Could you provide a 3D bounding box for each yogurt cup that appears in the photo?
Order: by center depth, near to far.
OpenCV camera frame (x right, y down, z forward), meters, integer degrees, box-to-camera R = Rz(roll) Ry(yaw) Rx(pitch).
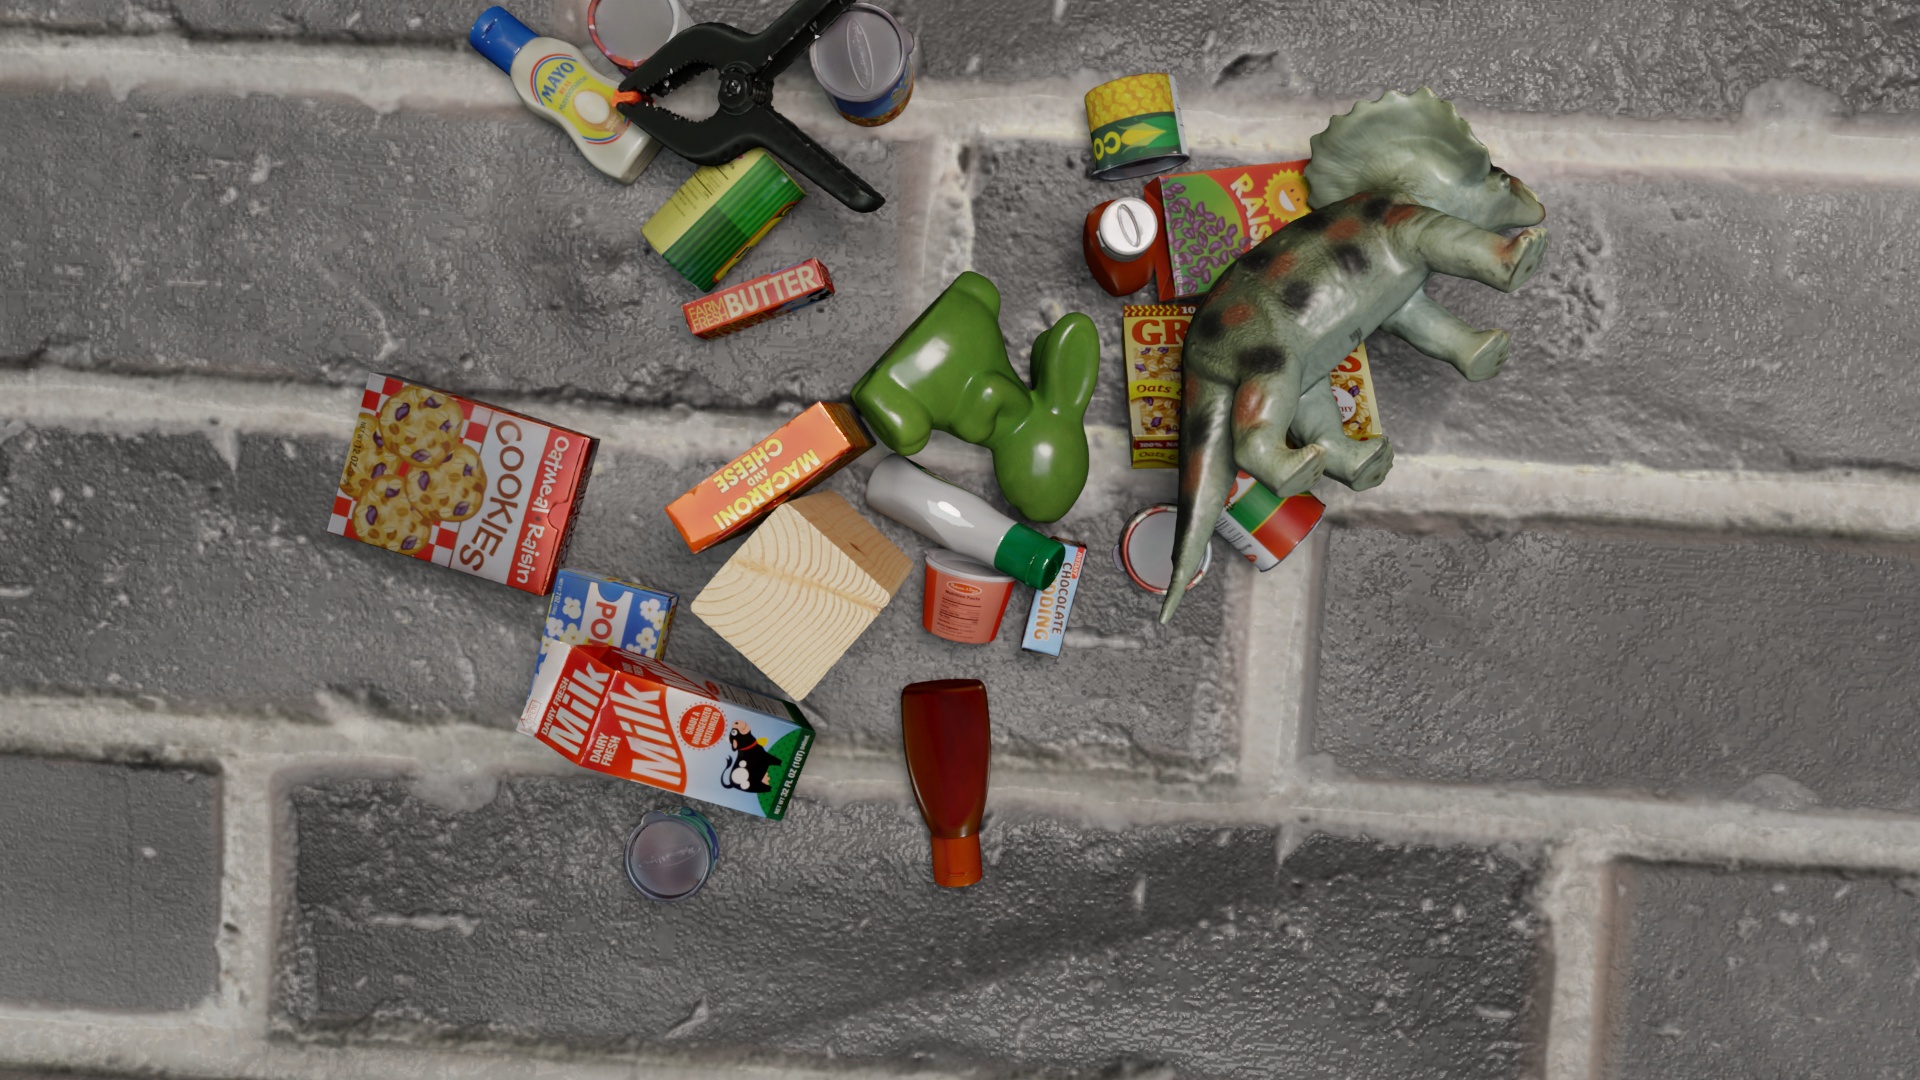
[{"bbox_3d":[0.004,0.041,1.006,0.072,0.072,0.053,12,103,1],"label":"yogurt cup"}]

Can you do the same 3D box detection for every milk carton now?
[{"bbox_3d":[-0.208,0.130,0.982,0.190,0.073,0.072,21,93,-21],"label":"milk carton"}]

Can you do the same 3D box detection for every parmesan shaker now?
[{"bbox_3d":[-0.170,-0.236,0.993,0.103,0.071,0.071,-44,92,5],"label":"parmesan shaker"}]

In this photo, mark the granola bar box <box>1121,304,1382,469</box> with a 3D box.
[{"bbox_3d":[0.198,-0.109,0.969,0.166,0.038,0.125,0,55,2],"label":"granola bar box"}]

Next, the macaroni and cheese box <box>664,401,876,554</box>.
[{"bbox_3d":[-0.124,-0.046,0.951,0.123,0.166,0.040,-34,93,4],"label":"macaroni and cheese box"}]

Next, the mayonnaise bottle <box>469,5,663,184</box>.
[{"bbox_3d":[-0.283,-0.324,1.000,0.148,0.041,0.064,38,92,-2],"label":"mayonnaise bottle"}]

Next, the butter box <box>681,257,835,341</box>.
[{"bbox_3d":[-0.144,-0.173,1.000,0.103,0.053,0.024,-19,92,3],"label":"butter box"}]

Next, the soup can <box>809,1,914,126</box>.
[{"bbox_3d":[-0.065,-0.331,0.971,0.071,0.084,0.071,0,95,2],"label":"soup can"}]

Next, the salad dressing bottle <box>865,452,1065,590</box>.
[{"bbox_3d":[0.004,-0.012,0.986,0.148,0.064,0.044,28,80,21],"label":"salad dressing bottle"}]

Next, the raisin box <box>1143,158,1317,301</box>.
[{"bbox_3d":[0.198,-0.220,0.982,0.123,0.040,0.086,-9,93,-10],"label":"raisin box"}]

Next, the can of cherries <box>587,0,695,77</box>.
[{"bbox_3d":[-0.227,-0.362,0.987,0.071,0.058,0.071,0,94,1],"label":"can of cherries"}]

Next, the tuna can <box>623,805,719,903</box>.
[{"bbox_3d":[-0.217,0.232,1.041,0.071,0.033,0.071,0,94,2],"label":"tuna can"}]

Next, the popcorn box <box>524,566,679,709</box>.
[{"bbox_3d":[-0.267,0.090,1.030,0.085,0.038,0.126,15,95,2],"label":"popcorn box"}]

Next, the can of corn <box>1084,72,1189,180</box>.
[{"bbox_3d":[0.121,-0.290,0.977,0.071,0.071,0.058,-10,93,3],"label":"can of corn"}]

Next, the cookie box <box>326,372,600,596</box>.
[{"bbox_3d":[-0.365,-0.041,1.023,0.167,0.040,0.122,17,94,1],"label":"cookie box"}]

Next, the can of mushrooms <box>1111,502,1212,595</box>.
[{"bbox_3d":[0.147,0.007,1.013,0.071,0.033,0.071,0,95,1],"label":"can of mushrooms"}]

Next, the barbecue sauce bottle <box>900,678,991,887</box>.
[{"bbox_3d":[-0.007,0.179,1.025,0.065,0.044,0.148,-4,94,2],"label":"barbecue sauce bottle"}]

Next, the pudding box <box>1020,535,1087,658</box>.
[{"bbox_3d":[0.068,0.040,1.010,0.030,0.050,0.083,15,94,2],"label":"pudding box"}]

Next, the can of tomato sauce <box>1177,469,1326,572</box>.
[{"bbox_3d":[0.209,-0.030,0.993,0.083,0.071,0.071,42,94,-1],"label":"can of tomato sauce"}]

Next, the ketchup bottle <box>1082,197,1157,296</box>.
[{"bbox_3d":[0.109,-0.203,0.942,0.043,0.149,0.064,-22,93,5],"label":"ketchup bottle"}]
